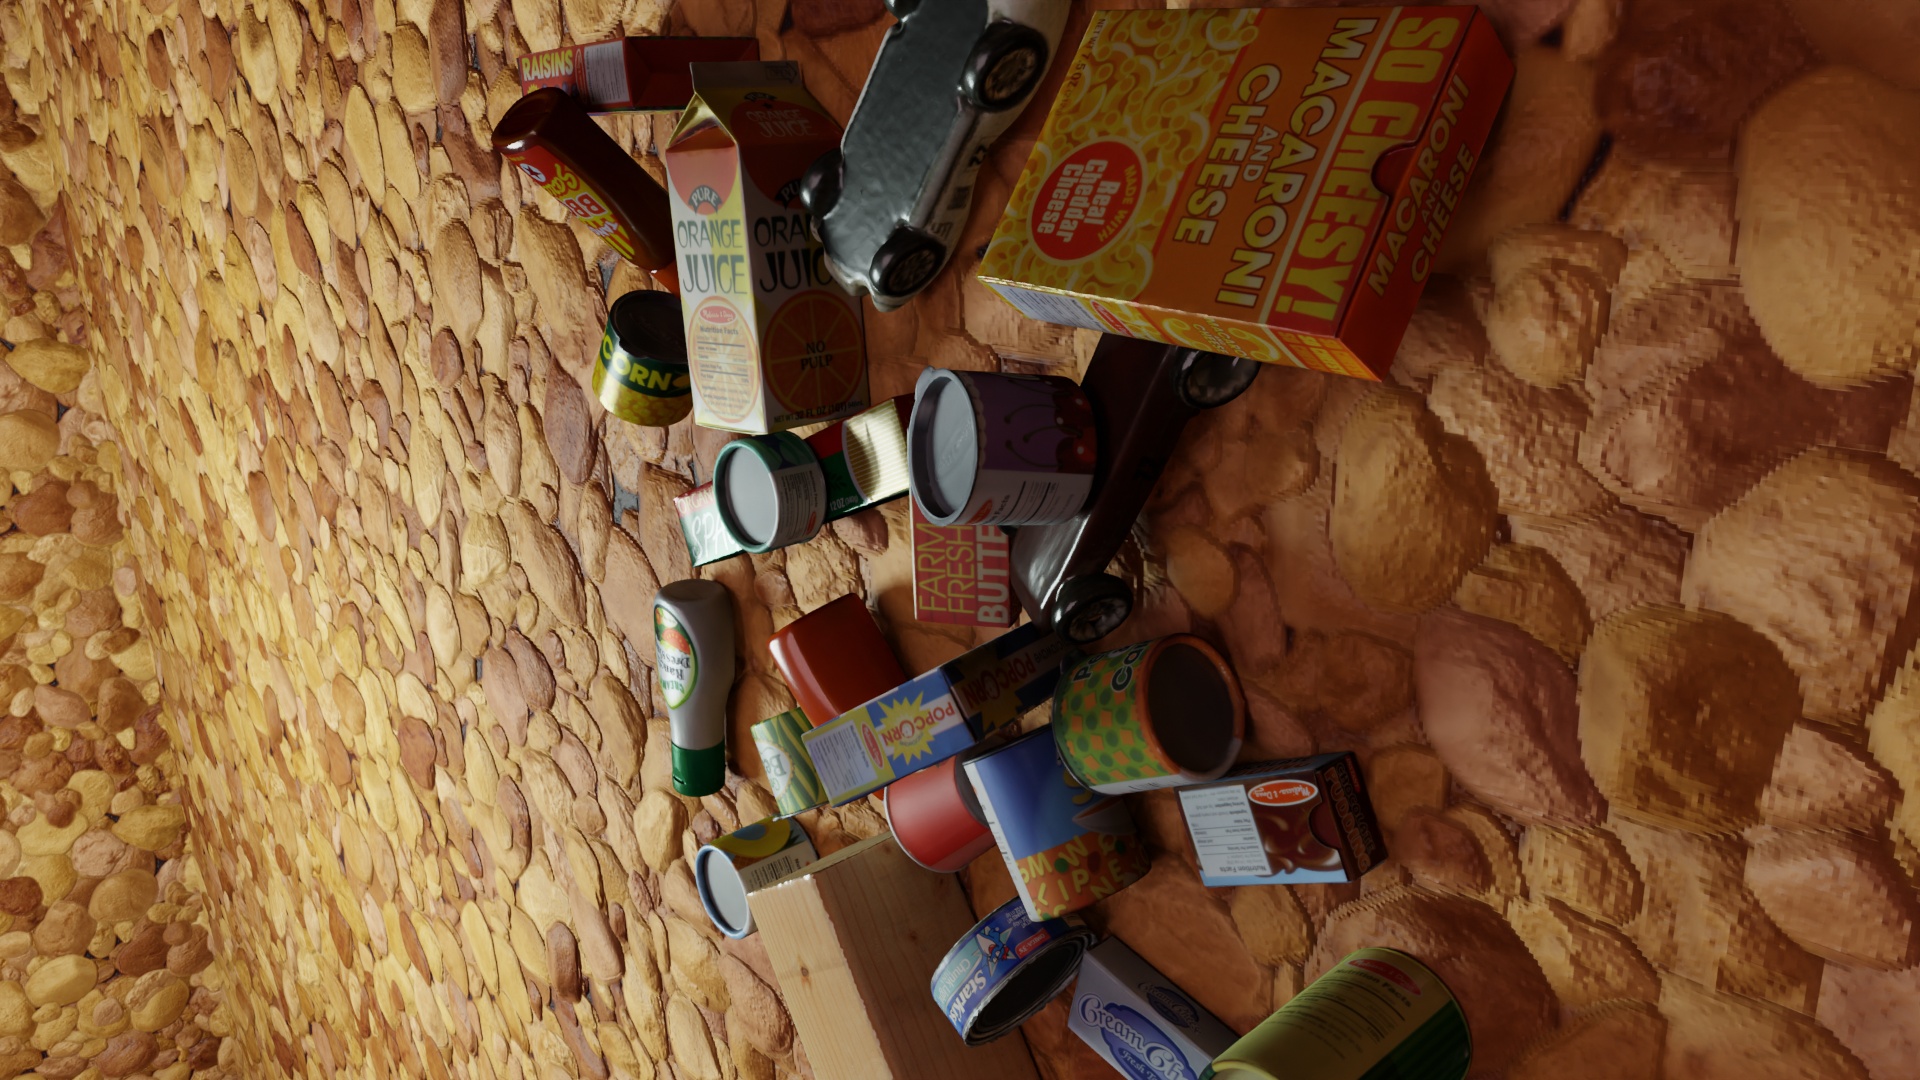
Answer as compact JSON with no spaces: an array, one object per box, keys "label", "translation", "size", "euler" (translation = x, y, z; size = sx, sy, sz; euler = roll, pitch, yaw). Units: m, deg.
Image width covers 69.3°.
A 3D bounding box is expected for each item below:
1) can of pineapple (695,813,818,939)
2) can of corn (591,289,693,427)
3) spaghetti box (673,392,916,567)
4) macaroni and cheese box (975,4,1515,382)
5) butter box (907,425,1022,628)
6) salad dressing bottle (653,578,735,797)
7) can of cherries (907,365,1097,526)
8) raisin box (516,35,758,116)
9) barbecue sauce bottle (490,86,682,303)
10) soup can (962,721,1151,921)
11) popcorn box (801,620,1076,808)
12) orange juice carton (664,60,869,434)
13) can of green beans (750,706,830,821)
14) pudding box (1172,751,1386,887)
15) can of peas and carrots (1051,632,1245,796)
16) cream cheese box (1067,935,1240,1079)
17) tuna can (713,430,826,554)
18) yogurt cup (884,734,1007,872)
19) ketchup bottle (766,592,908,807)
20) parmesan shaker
[{"label":"can of pineapple","translation":[-0.135,0.221,0.919],"size":[0.071,0.058,0.070],"euler":[19,116,44]},{"label":"can of corn","translation":[-0.193,-0.112,0.864],"size":[0.071,0.071,0.058],"euler":[52,136,23]},{"label":"spaghetti box","translation":[-0.095,-0.030,0.813],"size":[0.249,0.029,0.050],"euler":[-17,89,49]},{"label":"macaroni and cheese box","translation":[0.097,-0.133,0.511],"size":[0.166,0.040,0.124],"euler":[19,83,43]},{"label":"butter box","translation":[0.002,-0.009,0.698],"size":[0.053,0.024,0.103],"euler":[3,107,16]},{"label":"salad dressing bottle","translation":[-0.179,0.101,0.939],"size":[0.064,0.044,0.147],"euler":[20,117,42]},{"label":"can of cherries","translation":[0.017,-0.042,0.591],"size":[0.071,0.058,0.071],"euler":[2,93,64]},{"label":"raisin box","translation":[-0.185,-0.264,0.794],"size":[0.123,0.086,0.040],"euler":[14,114,45]},{"label":"barbecue sauce bottle","translation":[-0.193,-0.191,0.793],"size":[0.065,0.148,0.044],"euler":[12,67,46]},{"label":"soup can","translation":[0.050,0.133,0.678],"size":[0.071,0.071,0.084],"euler":[-32,79,48]},{"label":"popcorn box","translation":[-0.004,0.077,0.656],"size":[0.085,0.127,0.038],"euler":[-28,85,29]},{"label":"orange juice carton","translation":[-0.106,-0.159,0.750],"size":[0.073,0.072,0.192],"euler":[11,111,46]},{"label":"can of green beans","translation":[-0.085,0.126,0.824],"size":[0.071,0.071,0.058],"euler":[-27,82,49]},{"label":"pudding box","translation":[0.137,0.122,0.603],"size":[0.083,0.030,0.049],"euler":[-20,86,49]},{"label":"can of peas and carrots","translation":[0.083,0.076,0.619],"size":[0.058,0.071,0.071],"euler":[-21,86,49]},{"label":"cream cheese box","translation":[0.100,0.250,0.690],"size":[0.104,0.024,0.053],"euler":[32,124,38]},{"label":"tuna can","translation":[-0.110,-0.028,0.781],"size":[0.071,0.033,0.070],"euler":[17,114,44]},{"label":"yogurt cup","translation":[0.002,0.136,0.734],"size":[0.053,0.072,0.072],"euler":[-34,77,40]},{"label":"ketchup bottle","translation":[-0.048,0.105,0.783],"size":[0.043,0.065,0.149],"euler":[-34,85,42]},{"label":"parmesan shaker","translation":[0.149,0.217,0.563],"size":[0.071,0.103,0.071],"euler":[19,116,44]}]
